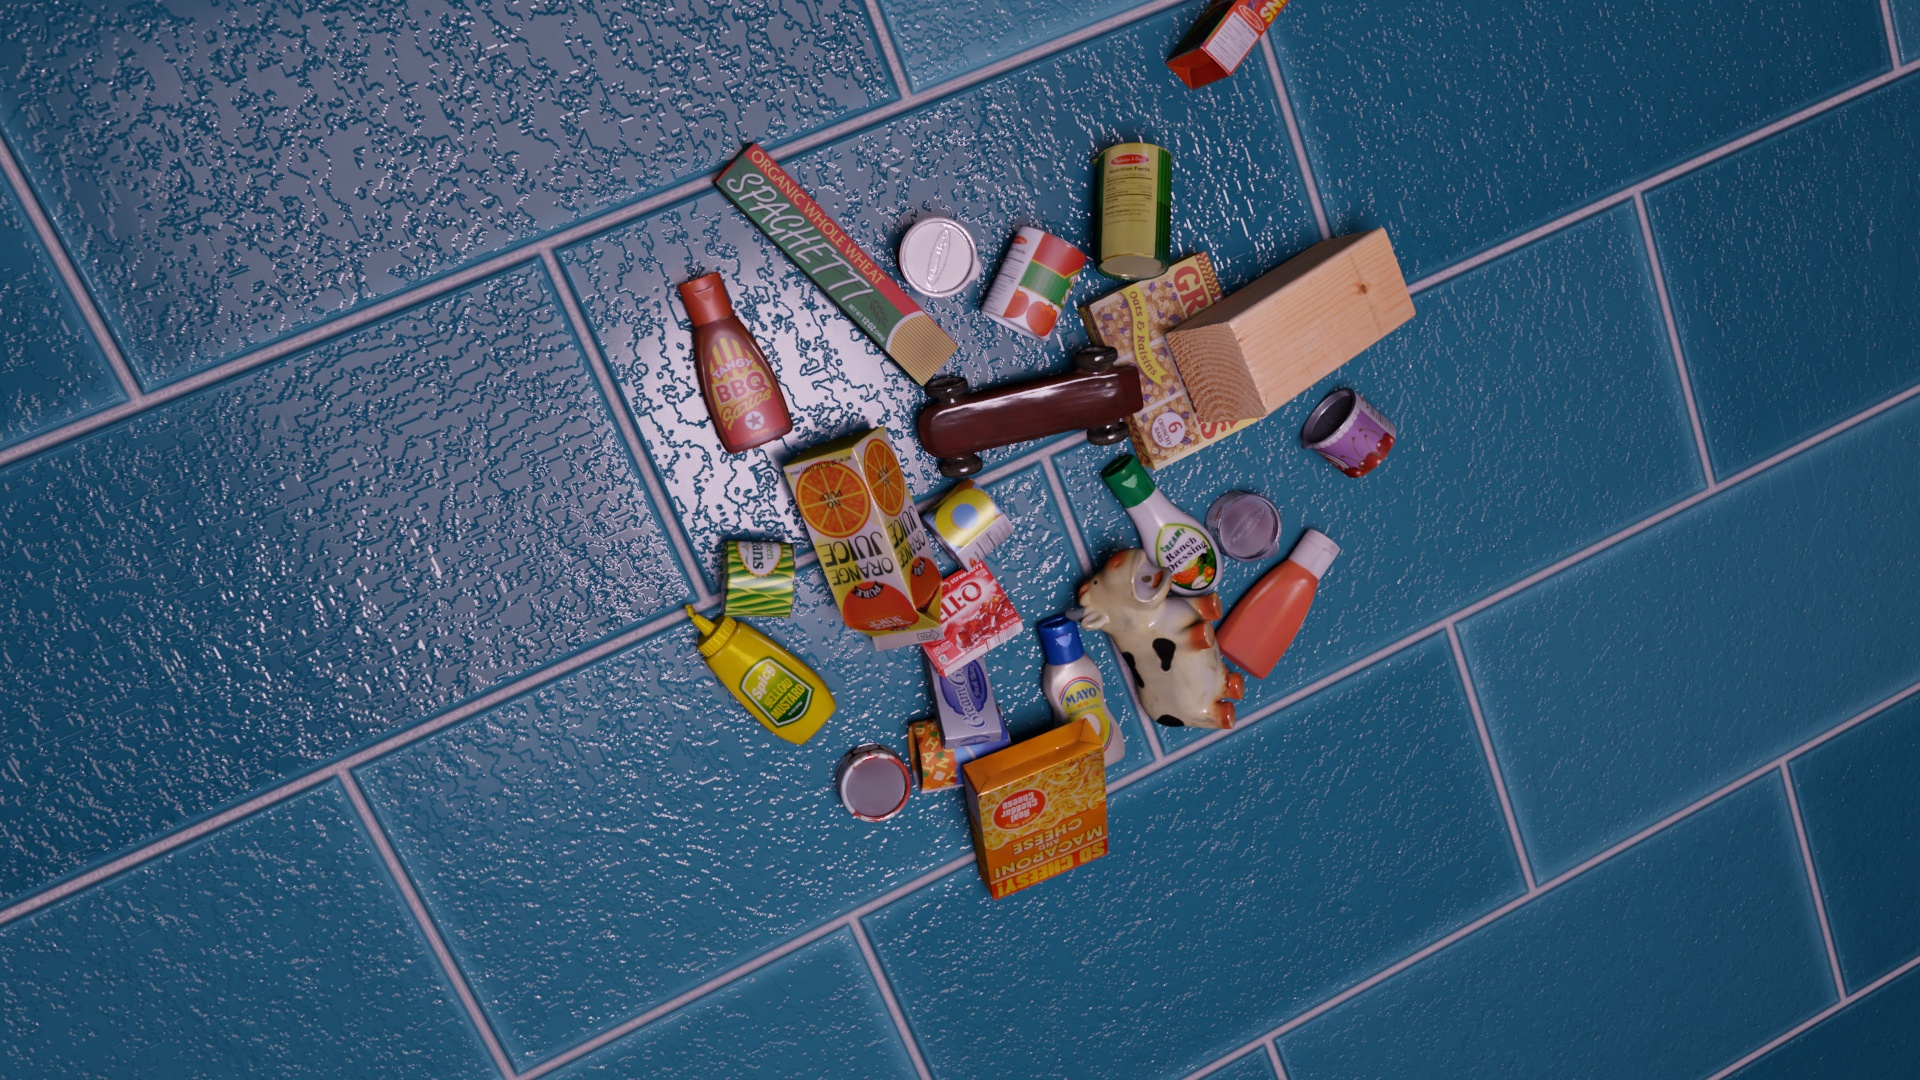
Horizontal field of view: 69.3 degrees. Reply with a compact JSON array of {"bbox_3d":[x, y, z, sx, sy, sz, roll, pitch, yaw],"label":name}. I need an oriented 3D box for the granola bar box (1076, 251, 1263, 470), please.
[{"bbox_3d":[0.196,-0.165,1.278,0.124,0.039,0.165,-26,104,-9],"label":"granola bar box"}]

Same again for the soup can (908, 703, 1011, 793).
[{"bbox_3d":[-0.001,0.190,1.272,0.084,0.071,0.071,-7,101,-13],"label":"soup can"}]

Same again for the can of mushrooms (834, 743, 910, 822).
[{"bbox_3d":[-0.078,0.222,1.275,0.071,0.033,0.071,-2,99,-14],"label":"can of mushrooms"}]

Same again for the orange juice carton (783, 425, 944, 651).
[{"bbox_3d":[-0.076,0.006,1.205,0.071,0.073,0.192,-14,105,24],"label":"orange juice carton"}]

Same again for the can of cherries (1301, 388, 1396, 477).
[{"bbox_3d":[0.368,-0.100,1.321,0.058,0.071,0.071,35,90,-18],"label":"can of cherries"}]

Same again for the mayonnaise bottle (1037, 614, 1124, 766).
[{"bbox_3d":[0.108,0.144,1.305,0.065,0.041,0.147,-19,104,-10],"label":"mayonnaise bottle"}]

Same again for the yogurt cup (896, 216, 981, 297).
[{"bbox_3d":[-0.024,-0.244,1.201,0.072,0.054,0.072,-2,100,-14],"label":"yogurt cup"}]

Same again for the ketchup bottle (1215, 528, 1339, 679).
[{"bbox_3d":[0.309,0.058,1.342,0.064,0.043,0.149,37,89,-17],"label":"ketchup bottle"}]

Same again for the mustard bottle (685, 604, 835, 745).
[{"bbox_3d":[-0.183,0.112,1.221,0.160,0.049,0.065,43,86,-17],"label":"mustard bottle"}]

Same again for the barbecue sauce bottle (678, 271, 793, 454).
[{"bbox_3d":[-0.196,-0.152,1.177,0.065,0.044,0.148,-22,103,-9],"label":"barbecue sauce bottle"}]

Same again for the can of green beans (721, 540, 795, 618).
[{"bbox_3d":[-0.175,0.033,1.201,0.058,0.071,0.071,2,99,-14],"label":"can of green beans"}]

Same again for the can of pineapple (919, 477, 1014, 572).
[{"bbox_3d":[0.004,-0.016,1.240,0.058,0.071,0.071,-41,107,-5],"label":"can of pineapple"}]

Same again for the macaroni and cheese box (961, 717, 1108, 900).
[{"bbox_3d":[0.072,0.248,1.274,0.124,0.040,0.165,-19,134,-12],"label":"macaroni and cheese box"}]

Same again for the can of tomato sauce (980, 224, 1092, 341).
[{"bbox_3d":[0.066,-0.224,1.221,0.071,0.071,0.083,25,93,-17],"label":"can of tomato sauce"}]

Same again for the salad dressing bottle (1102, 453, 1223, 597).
[{"bbox_3d":[0.188,-0.014,1.298,0.064,0.044,0.147,-38,106,2],"label":"salad dressing bottle"}]

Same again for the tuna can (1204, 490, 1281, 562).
[{"bbox_3d":[0.271,-0.012,1.326,0.071,0.033,0.071,-2,100,-14],"label":"tuna can"}]

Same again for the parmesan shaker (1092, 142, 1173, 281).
[{"bbox_3d":[0.149,-0.286,1.218,0.071,0.071,0.103,6,79,-15],"label":"parmesan shaker"}]

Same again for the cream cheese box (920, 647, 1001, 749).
[{"bbox_3d":[0.000,0.135,1.255,0.053,0.024,0.104,-8,59,-11],"label":"cream cheese box"}]

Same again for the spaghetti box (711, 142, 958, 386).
[{"bbox_3d":[-0.106,-0.235,1.194,0.249,0.029,0.050,44,86,-17],"label":"spaghetti box"}]

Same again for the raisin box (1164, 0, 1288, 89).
[{"bbox_3d":[0.244,-0.460,1.218,0.040,0.086,0.123,38,89,-15],"label":"raisin box"}]
